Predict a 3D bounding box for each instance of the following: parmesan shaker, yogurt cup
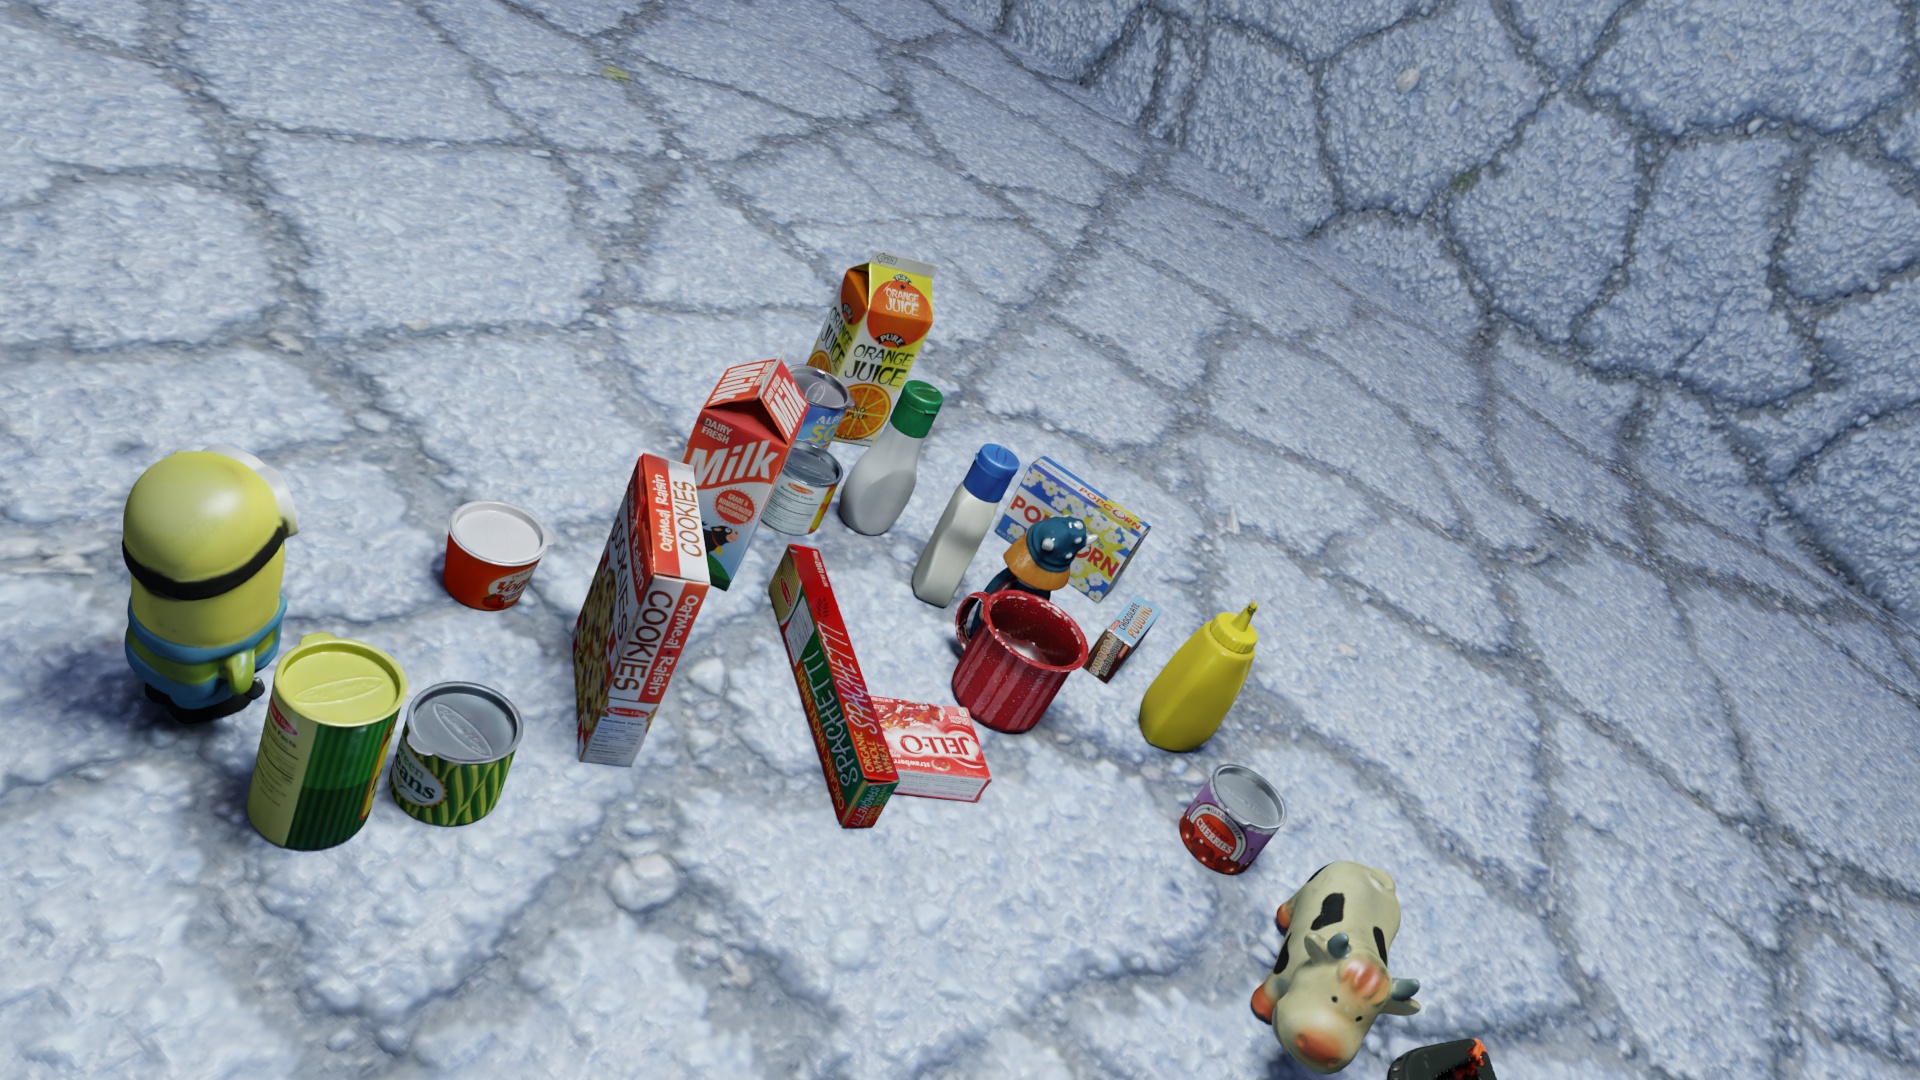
[{"bbox_3d":[-0.353,0.112,0.770,0.071,0.102,0.072,20,32,-13],"label":"parmesan shaker"},{"bbox_3d":[-0.331,0.012,0.981,0.072,0.053,0.073,20,32,-13],"label":"yogurt cup"}]

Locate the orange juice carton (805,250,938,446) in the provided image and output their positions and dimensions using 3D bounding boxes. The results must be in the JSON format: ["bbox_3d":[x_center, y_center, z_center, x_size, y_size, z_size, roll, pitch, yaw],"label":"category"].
[{"bbox_3d":[-0.088,-0.190,1.337,0.072,0.191,0.073,7,37,-31],"label":"orange juice carton"}]

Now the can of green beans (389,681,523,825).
[{"bbox_3d":[-0.302,0.128,0.831,0.071,0.057,0.071,20,32,-13],"label":"can of green beans"}]

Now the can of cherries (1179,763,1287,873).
[{"bbox_3d":[0.214,0.222,1.100,0.071,0.058,0.072,20,32,-13],"label":"can of cherries"}]

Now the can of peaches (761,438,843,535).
[{"bbox_3d":[-0.143,-0.048,1.214,0.071,0.057,0.071,20,32,-13],"label":"can of peaches"}]

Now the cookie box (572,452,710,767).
[{"bbox_3d":[-0.214,0.046,0.914,0.040,0.166,0.123,12,35,-26],"label":"cookie box"}]

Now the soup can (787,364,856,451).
[{"bbox_3d":[-0.144,-0.107,1.276,0.071,0.083,0.072,20,32,-13],"label":"soup can"}]

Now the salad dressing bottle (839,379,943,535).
[{"bbox_3d":[-0.060,-0.073,1.231,0.064,0.147,0.044,0,41,-39],"label":"salad dressing bottle"}]

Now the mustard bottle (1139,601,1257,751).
[{"bbox_3d":[0.209,0.108,1.164,0.065,0.159,0.049,13,34,-24],"label":"mustard bottle"}]

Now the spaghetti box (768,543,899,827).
[{"bbox_3d":[-0.099,0.102,1.037,0.029,0.050,0.251,9,36,-29],"label":"spaghetti box"}]

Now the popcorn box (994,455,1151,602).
[{"bbox_3d":[0.106,-0.011,1.332,0.127,0.084,0.038,35,31,10],"label":"popcorn box"}]

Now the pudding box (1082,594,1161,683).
[{"bbox_3d":[0.146,0.087,1.252,0.030,0.049,0.084,35,32,11],"label":"pudding box"}]

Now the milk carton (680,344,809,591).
[{"bbox_3d":[-0.176,-0.062,1.081,0.073,0.189,0.073,24,31,-7],"label":"milk carton"}]

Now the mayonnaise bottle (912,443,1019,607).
[{"bbox_3d":[0.004,-0.015,1.195,0.041,0.147,0.065,22,31,-10],"label":"mayonnaise bottle"}]
